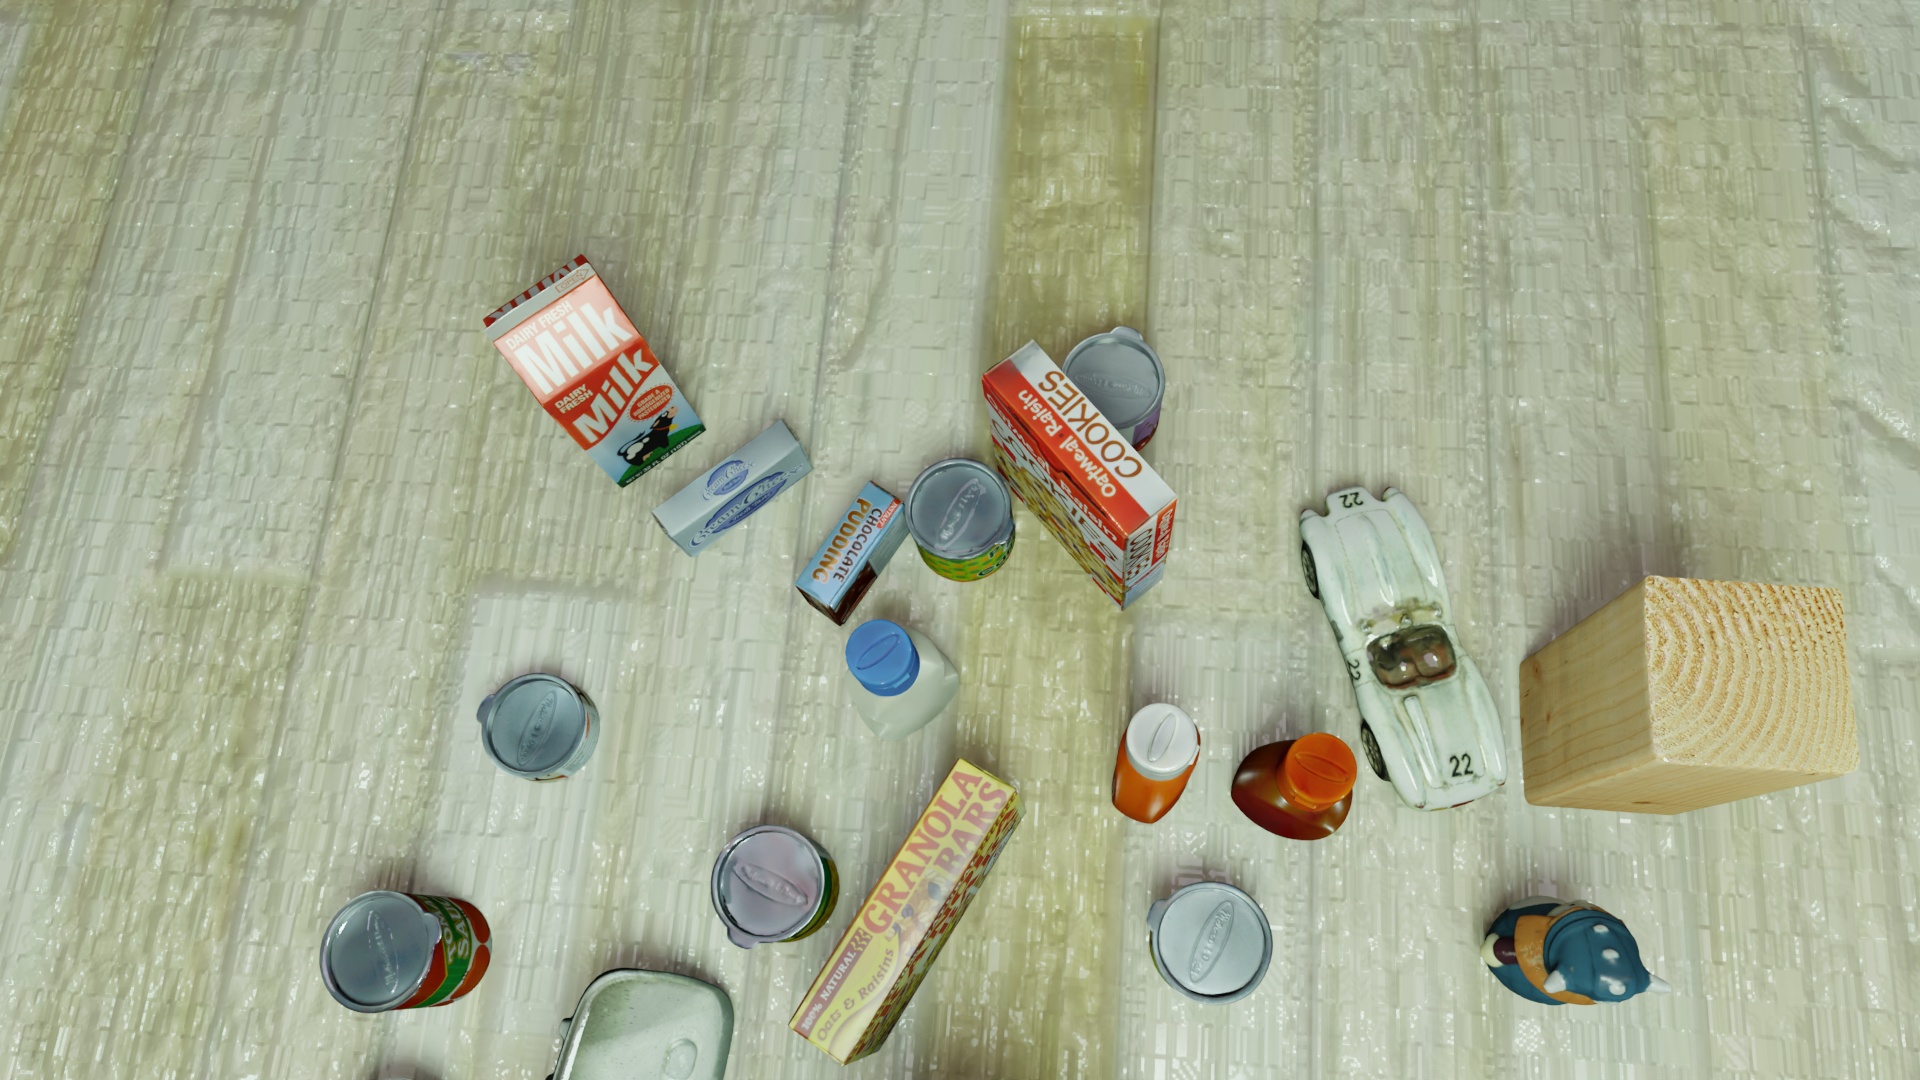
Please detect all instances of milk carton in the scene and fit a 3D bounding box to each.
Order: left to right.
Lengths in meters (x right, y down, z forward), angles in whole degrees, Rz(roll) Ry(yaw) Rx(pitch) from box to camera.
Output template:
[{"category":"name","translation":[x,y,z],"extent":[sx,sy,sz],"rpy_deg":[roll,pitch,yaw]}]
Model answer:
[{"category":"milk carton","translation":[-0.228,-0.108,0.860],"extent":[0.072,0.190,0.073],"rpy_deg":[-36,74,-6]}]

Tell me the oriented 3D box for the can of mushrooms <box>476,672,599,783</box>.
[{"category":"can of mushrooms","translation":[-0.266,0.118,0.875],"extent":[0.071,0.033,0.071],"rpy_deg":[-1,73,5]}]

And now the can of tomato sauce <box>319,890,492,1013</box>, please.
[{"category":"can of tomato sauce","translation":[-0.322,0.240,0.816],"extent":[0.071,0.083,0.071],"rpy_deg":[-1,73,5]}]

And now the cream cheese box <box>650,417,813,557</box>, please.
[{"category":"cream cheese box","translation":[-0.146,-0.033,0.901],"extent":[0.104,0.053,0.024],"rpy_deg":[-36,74,-6]}]

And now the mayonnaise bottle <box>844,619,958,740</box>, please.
[{"category":"mayonnaise bottle","translation":[-0.037,0.079,0.807],"extent":[0.065,0.147,0.041],"rpy_deg":[-38,74,-6]}]

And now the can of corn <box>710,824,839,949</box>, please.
[{"category":"can of corn","translation":[-0.109,0.206,0.821],"extent":[0.071,0.058,0.071],"rpy_deg":[-1,73,5]}]

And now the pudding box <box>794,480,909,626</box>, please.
[{"category":"pudding box","translation":[-0.067,0.009,0.883],"extent":[0.030,0.049,0.084],"rpy_deg":[32,78,13]}]

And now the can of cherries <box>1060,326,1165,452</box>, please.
[{"category":"can of cherries","translation":[0.099,-0.094,0.895],"extent":[0.071,0.058,0.071],"rpy_deg":[-1,73,5]}]

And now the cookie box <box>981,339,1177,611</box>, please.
[{"category":"cookie box","translation":[0.069,-0.033,0.822],"extent":[0.040,0.167,0.123],"rpy_deg":[-39,74,-7]}]

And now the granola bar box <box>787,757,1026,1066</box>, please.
[{"category":"granola bar box","translation":[-0.025,0.207,0.779],"extent":[0.039,0.124,0.166],"rpy_deg":[31,78,13]}]

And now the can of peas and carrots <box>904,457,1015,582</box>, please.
[{"category":"can of peas and carrots","translation":[0.003,-0.011,0.878],"extent":[0.071,0.058,0.071],"rpy_deg":[-1,73,5]}]

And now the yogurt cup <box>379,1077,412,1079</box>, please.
[{"category":"yogurt cup","translation":[-0.317,0.343,0.799],"extent":[0.072,0.054,0.072],"rpy_deg":[-1,73,5]}]

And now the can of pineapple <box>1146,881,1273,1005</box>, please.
[{"category":"can of pineapple","translation":[0.140,0.228,0.792],"extent":[0.071,0.057,0.071],"rpy_deg":[-1,73,5]}]

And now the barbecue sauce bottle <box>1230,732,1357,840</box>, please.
[{"category":"barbecue sauce bottle","translation":[0.188,0.136,0.769],"extent":[0.065,0.148,0.044],"rpy_deg":[24,77,12]}]

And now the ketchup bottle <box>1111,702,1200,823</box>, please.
[{"category":"ketchup bottle","translation":[0.111,0.121,0.780],"extent":[0.043,0.148,0.065],"rpy_deg":[24,77,12]}]
